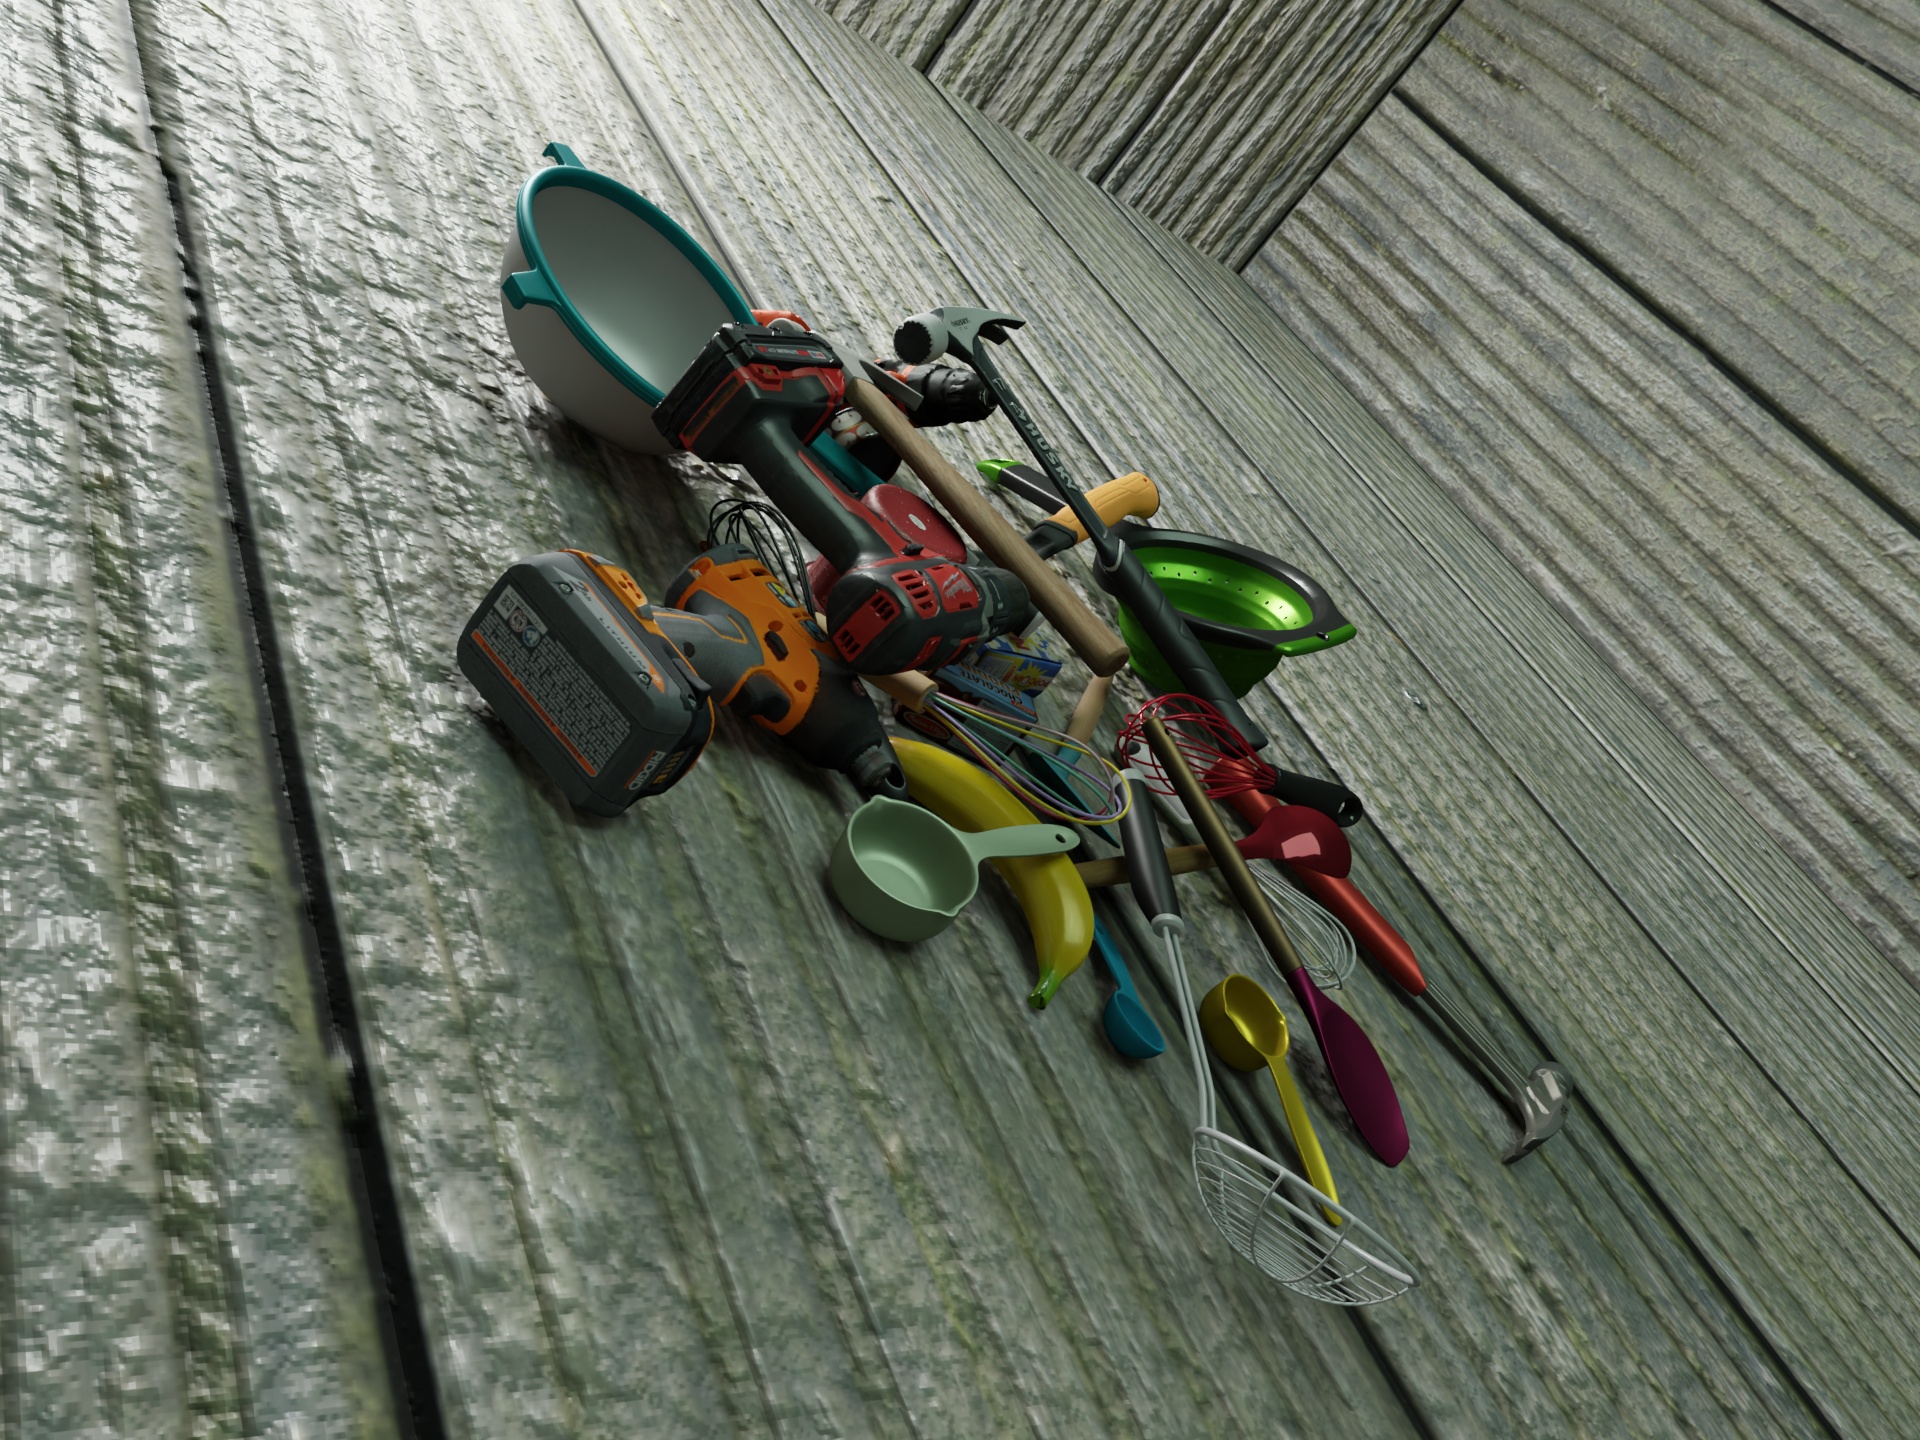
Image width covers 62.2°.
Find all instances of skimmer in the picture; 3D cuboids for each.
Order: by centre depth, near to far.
[{"bbox_3d":[0.155,0.153,0.888,0.127,0.090,0.364,47,23,-40],"label":"skimmer"}]

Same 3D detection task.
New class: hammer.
[{"bbox_3d":[-0.001,-0.153,1.089,0.331,0.031,0.130,49,20,19],"label":"hammer"},{"bbox_3d":[0.311,0.164,1.190,0.359,0.036,0.149,49,26,17],"label":"hammer"},{"bbox_3d":[0.105,-0.142,1.197,0.409,0.036,0.149,55,35,-1],"label":"hammer"},{"bbox_3d":[0.078,-0.157,1.261,0.127,0.034,0.337,44,32,8],"label":"hammer"}]

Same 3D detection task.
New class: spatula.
[{"bbox_3d":[0.092,0.008,1.134,0.082,0.044,0.317,49,23,-7],"label":"spatula"}]

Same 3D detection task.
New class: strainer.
[{"bbox_3d":[-0.184,-0.219,1.082,0.340,0.095,0.211,37,32,-33],"label":"strainer"}]

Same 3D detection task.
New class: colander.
[{"bbox_3d":[0.149,-0.117,1.383,0.204,0.094,0.397,-15,39,-42],"label":"colander"}]

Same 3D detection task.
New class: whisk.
[{"bbox_3d":[-0.092,-0.044,0.961,0.055,0.055,0.239,4,48,-52],"label":"whisk"},{"bbox_3d":[0.000,-0.004,0.971,0.245,0.047,0.051,31,-9,22],"label":"whisk"},{"bbox_3d":[0.188,0.096,1.124,0.247,0.058,0.059,50,-8,29],"label":"whisk"},{"bbox_3d":[0.211,0.039,1.154,0.295,0.073,0.073,19,32,-44],"label":"whisk"}]

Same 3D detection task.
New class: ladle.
[{"bbox_3d":[0.156,0.089,1.044,0.315,0.031,0.069,-4,44,-39],"label":"ladle"}]

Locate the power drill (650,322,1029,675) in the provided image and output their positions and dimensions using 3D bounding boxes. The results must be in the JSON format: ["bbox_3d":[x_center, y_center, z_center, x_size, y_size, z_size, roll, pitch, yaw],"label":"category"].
[{"bbox_3d":[-0.058,-0.127,0.956,0.227,0.080,0.188,52,27,11],"label":"power drill"}]

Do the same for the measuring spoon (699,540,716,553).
[{"bbox_3d":[-0.119,-0.082,1.027,0.117,0.011,0.021,36,25,-8],"label":"measuring spoon"}]

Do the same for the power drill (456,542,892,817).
[{"bbox_3d":[-0.131,-0.018,0.829,0.164,0.084,0.226,47,22,13],"label":"power drill"}]

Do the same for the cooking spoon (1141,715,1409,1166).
[{"bbox_3d":[0.200,0.137,1.017,0.068,0.017,0.319,-19,78,-55],"label":"cooking spoon"}]

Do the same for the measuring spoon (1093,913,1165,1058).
[{"bbox_3d":[0.087,0.154,0.925,0.042,0.021,0.129,41,13,-25],"label":"measuring spoon"}]

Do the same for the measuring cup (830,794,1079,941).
[{"bbox_3d":[0.000,0.080,0.868,0.167,0.038,0.083,-3,48,-44],"label":"measuring cup"}]

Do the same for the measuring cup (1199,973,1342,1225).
[{"bbox_3d":[0.183,0.225,0.937,0.062,0.029,0.157,14,47,-43],"label":"measuring cup"}]
